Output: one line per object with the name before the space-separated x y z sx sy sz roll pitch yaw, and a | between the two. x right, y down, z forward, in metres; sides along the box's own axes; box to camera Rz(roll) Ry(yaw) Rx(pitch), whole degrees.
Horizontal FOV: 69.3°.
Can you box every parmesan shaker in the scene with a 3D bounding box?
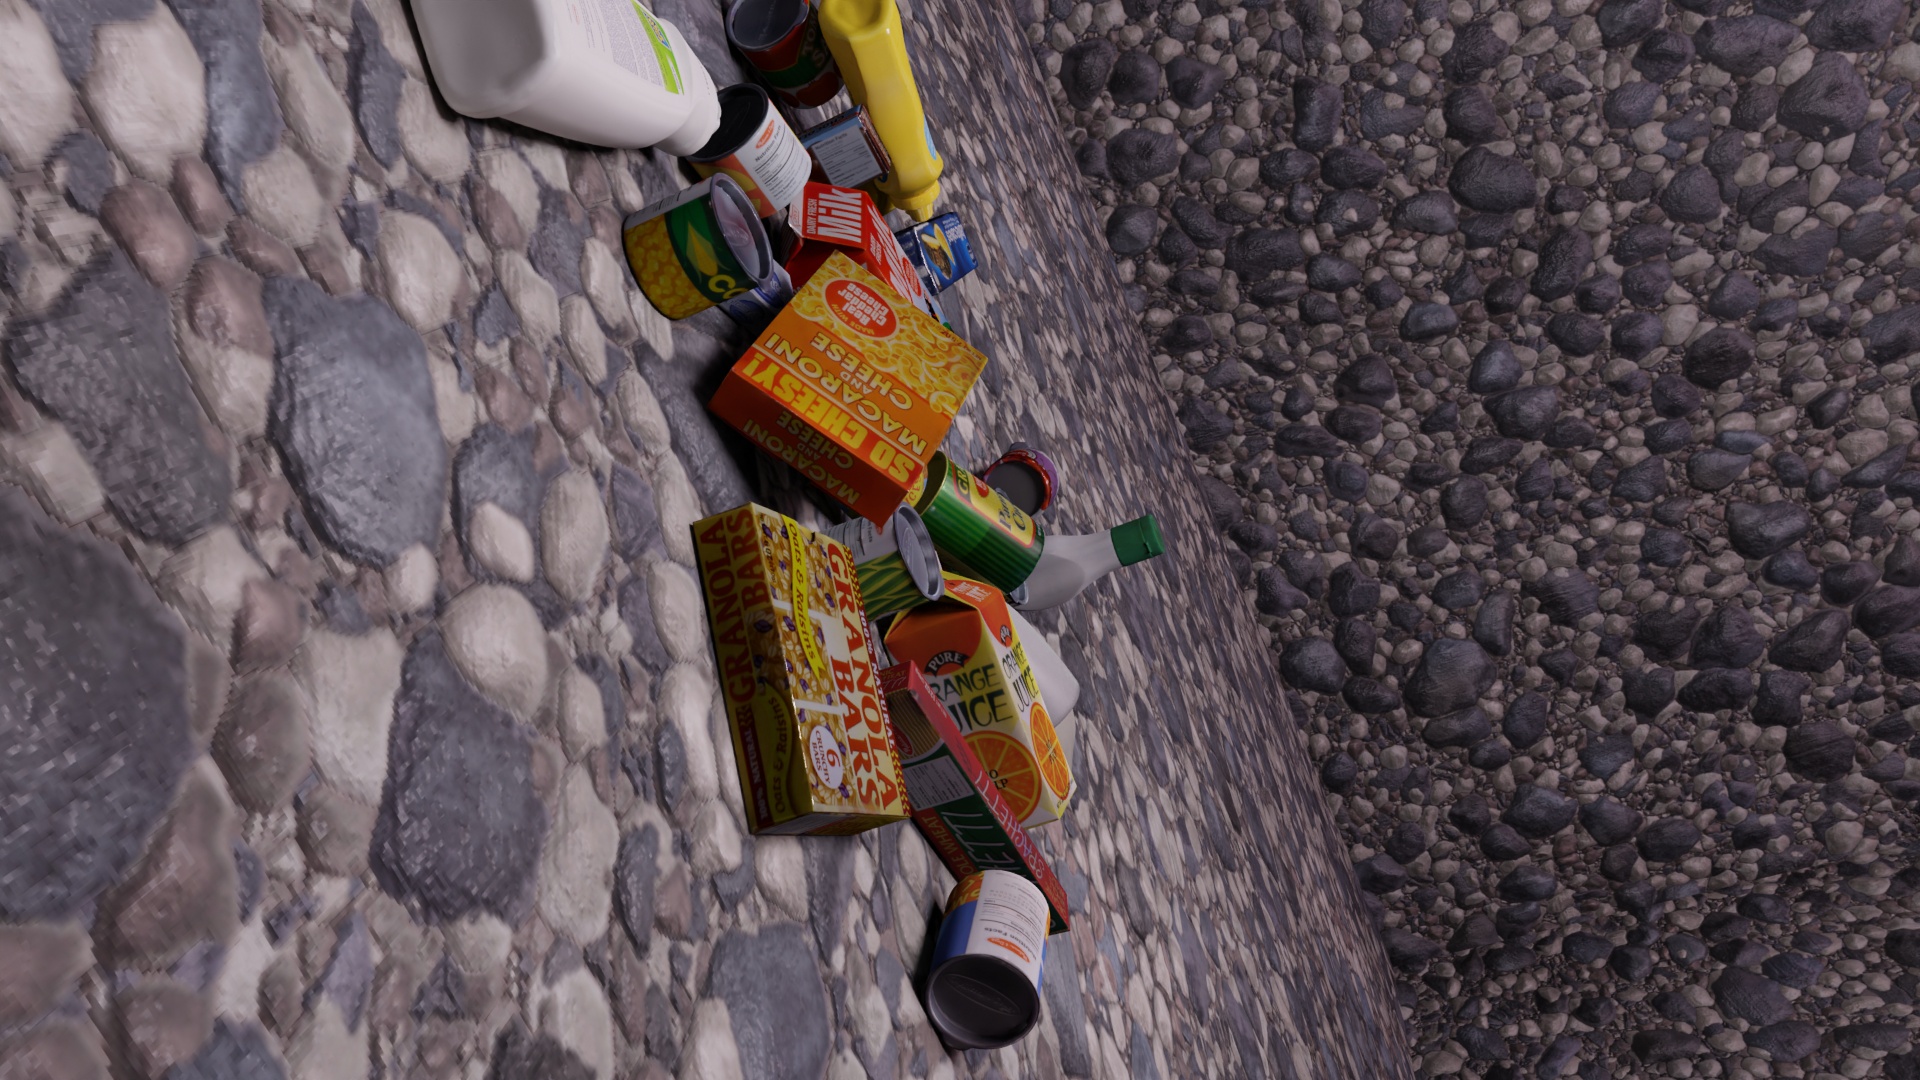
parmesan shaker | 0.004 -0.013 1.024 0.103 0.071 0.072 35 33 -29

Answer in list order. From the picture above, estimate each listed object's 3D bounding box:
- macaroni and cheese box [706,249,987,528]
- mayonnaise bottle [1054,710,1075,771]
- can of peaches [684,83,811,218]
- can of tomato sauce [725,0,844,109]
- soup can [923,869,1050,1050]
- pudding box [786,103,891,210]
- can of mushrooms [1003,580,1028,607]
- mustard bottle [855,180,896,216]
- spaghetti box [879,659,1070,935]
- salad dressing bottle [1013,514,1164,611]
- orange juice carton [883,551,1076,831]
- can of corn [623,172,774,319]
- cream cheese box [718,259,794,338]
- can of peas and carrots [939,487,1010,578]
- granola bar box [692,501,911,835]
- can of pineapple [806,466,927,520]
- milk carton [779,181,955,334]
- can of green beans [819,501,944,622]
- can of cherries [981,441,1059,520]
macaroni and cheese box | -0.063 -0.096 0.849 0.124 0.040 0.167 35 39 -6
mayonnaise bottle | 0.071 0.152 1.154 0.149 0.041 0.064 -71 140 -67
can of peaches | -0.140 -0.250 0.897 0.058 0.071 0.071 50 26 -51
can of tomato sauce | -0.130 -0.383 1.072 0.083 0.071 0.071 37 36 -63
soup can | 0.016 0.248 0.822 0.084 0.071 0.071 -69 136 -68
pudding box | -0.099 -0.282 1.029 0.049 0.083 0.030 59 17 -31
can of mushrooms | 0.029 0.029 1.171 0.071 0.033 0.071 -20 91 -74
mustard bottle | -0.079 -0.300 1.174 0.065 0.049 0.161 62 18 -21
spaghetti box | 0.001 0.173 0.882 0.029 0.050 0.249 -87 152 -51
salad dressing bottle | 0.105 0.018 1.224 0.044 0.147 0.064 -80 147 -61
orange juice carton | 0.008 0.101 0.947 0.072 0.073 0.192 -29 98 -74
can of corn | -0.146 -0.162 0.782 0.071 0.058 0.071 -21 91 -74
cream cheese box | -0.138 -0.166 0.874 0.103 0.024 0.053 38 34 -62
can of peas and carrots | 0.013 -0.002 1.112 0.071 0.058 0.071 70 17 0
granola bar box | -0.082 0.072 0.748 0.124 0.039 0.166 31 43 -66
can of pineapple | -0.061 -0.049 0.907 0.057 0.071 0.071 47 28 -55
milk carton | -0.074 -0.180 1.009 0.073 0.073 0.190 -94 157 -43
can of green beans | -0.052 0.016 0.879 0.071 0.058 0.071 -21 91 -74
can of cherries | 0.054 -0.052 1.288 0.058 0.071 0.071 -42 111 -71
